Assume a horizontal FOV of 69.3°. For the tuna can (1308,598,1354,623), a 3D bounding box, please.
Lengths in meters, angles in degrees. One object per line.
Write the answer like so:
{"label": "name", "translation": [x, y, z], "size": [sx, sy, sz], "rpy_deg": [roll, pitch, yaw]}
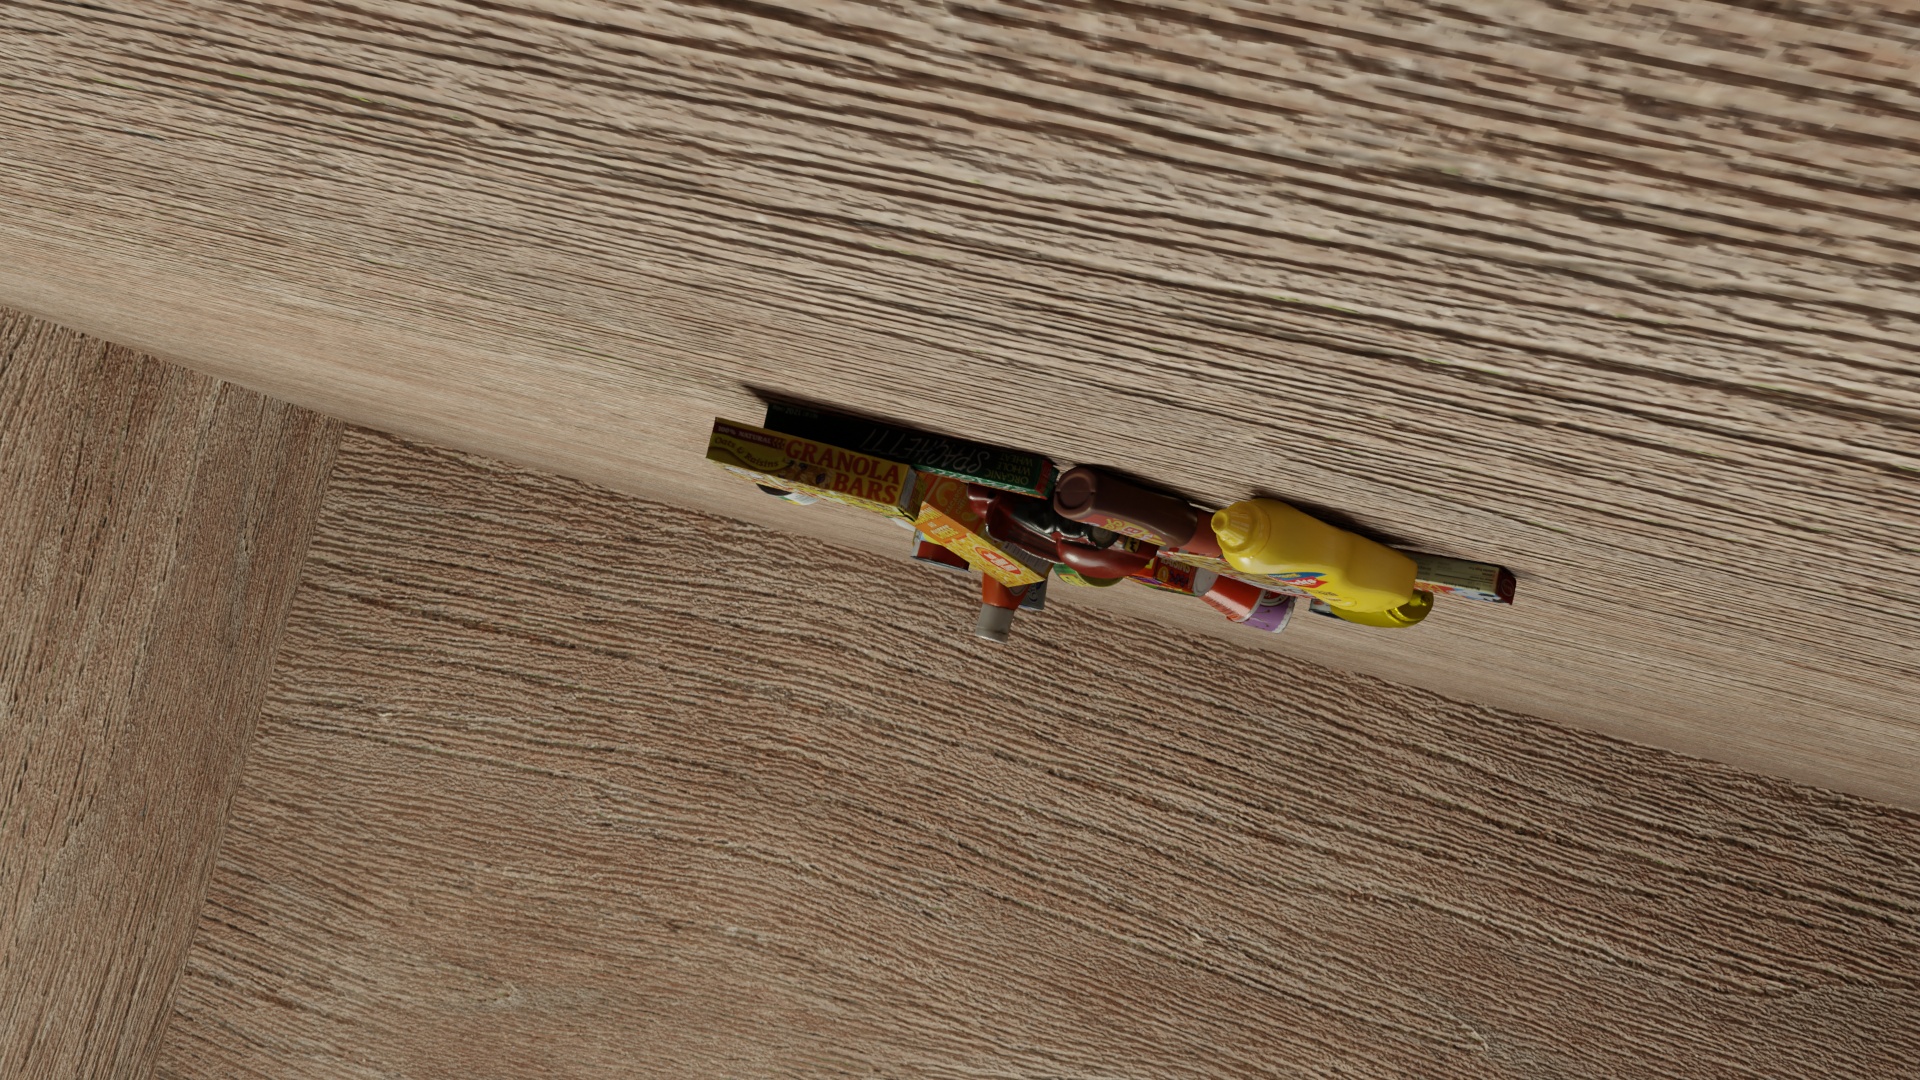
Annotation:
{"label": "tuna can", "translation": [0.415, 0.069, 1.508], "size": [0.071, 0.033, 0.071], "rpy_deg": [14, 176, 1]}

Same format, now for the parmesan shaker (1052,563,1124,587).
{"label": "parmesan shaker", "translation": [0.146, 0.019, 1.536], "size": [0.071, 0.071, 0.103], "rpy_deg": [15, 176, -9]}

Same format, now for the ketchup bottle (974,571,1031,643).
{"label": "ketchup bottle", "translation": [0.051, 0.037, 1.519], "size": [0.065, 0.149, 0.043], "rpy_deg": [18, 175, -36]}

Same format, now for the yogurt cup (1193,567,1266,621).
{"label": "yogurt cup", "translation": [0.279, 0.044, 1.444], "size": [0.054, 0.072, 0.072], "rpy_deg": [24, 173, -14]}

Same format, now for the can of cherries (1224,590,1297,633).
{"label": "can of cherries", "translation": [0.325, 0.061, 1.504], "size": [0.058, 0.071, 0.071], "rpy_deg": [16, 175, -6]}

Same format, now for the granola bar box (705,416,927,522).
{"label": "granola bar box", "translation": [-0.119, -0.057, 1.174], "size": [0.166, 0.039, 0.124], "rpy_deg": [14, 176, 6]}

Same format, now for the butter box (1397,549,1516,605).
{"label": "butter box", "translation": [0.387, 0.028, 1.116], "size": [0.103, 0.024, 0.053], "rpy_deg": [11, 174, 36]}

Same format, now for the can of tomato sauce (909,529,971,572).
{"label": "can of tomato sauce", "translation": [-0.012, -0.013, 1.516], "size": [0.071, 0.083, 0.071], "rpy_deg": [14, 176, 1]}

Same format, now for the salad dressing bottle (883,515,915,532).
{"label": "salad dressing bottle", "translation": [-0.061, -0.036, 1.661], "size": [0.064, 0.044, 0.147], "rpy_deg": [15, 176, 31]}

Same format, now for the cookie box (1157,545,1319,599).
{"label": "cookie box", "translation": [0.272, 0.017, 1.246], "size": [0.167, 0.040, 0.123], "rpy_deg": [17, 175, -31]}

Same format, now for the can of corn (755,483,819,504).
{"label": "can of corn", "translation": [-0.166, -0.073, 1.373], "size": [0.071, 0.071, 0.058], "rpy_deg": [13, 176, 19]}

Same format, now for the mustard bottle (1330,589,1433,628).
{"label": "mustard bottle", "translation": [0.394, 0.054, 1.270], "size": [0.065, 0.049, 0.160], "rpy_deg": [14, 175, -7]}

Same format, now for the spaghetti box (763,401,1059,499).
{"label": "spaghetti box", "translation": [-0.043, -0.076, 1.156], "size": [0.250, 0.028, 0.050], "rpy_deg": [13, 176, 18]}

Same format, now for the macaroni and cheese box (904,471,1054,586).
{"label": "macaroni and cheese box", "translation": [0.005, -0.017, 1.352], "size": [0.166, 0.040, 0.123], "rpy_deg": [33, 167, -10]}

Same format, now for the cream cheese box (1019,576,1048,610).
{"label": "cream cheese box", "translation": [0.078, 0.026, 1.599], "size": [0.053, 0.104, 0.024], "rpy_deg": [16, 168, -41]}

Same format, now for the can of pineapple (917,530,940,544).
{"label": "can of pineapple", "translation": [-0.009, -0.025, 1.451], "size": [0.058, 0.071, 0.071], "rpy_deg": [14, 176, -3]}

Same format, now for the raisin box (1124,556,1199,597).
{"label": "raisin box", "translation": [0.230, 0.034, 1.638], "size": [0.086, 0.040, 0.123], "rpy_deg": [12, 174, 43]}

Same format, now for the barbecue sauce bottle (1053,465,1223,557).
{"label": "barbecue sauce bottle", "translation": [0.152, -0.021, 1.124], "size": [0.148, 0.043, 0.065], "rpy_deg": [16, 174, -28]}

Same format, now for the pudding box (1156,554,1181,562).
{"label": "pudding box", "translation": [0.196, -0.001, 1.340], "size": [0.084, 0.030, 0.049], "rpy_deg": [17, 174, -34]}
